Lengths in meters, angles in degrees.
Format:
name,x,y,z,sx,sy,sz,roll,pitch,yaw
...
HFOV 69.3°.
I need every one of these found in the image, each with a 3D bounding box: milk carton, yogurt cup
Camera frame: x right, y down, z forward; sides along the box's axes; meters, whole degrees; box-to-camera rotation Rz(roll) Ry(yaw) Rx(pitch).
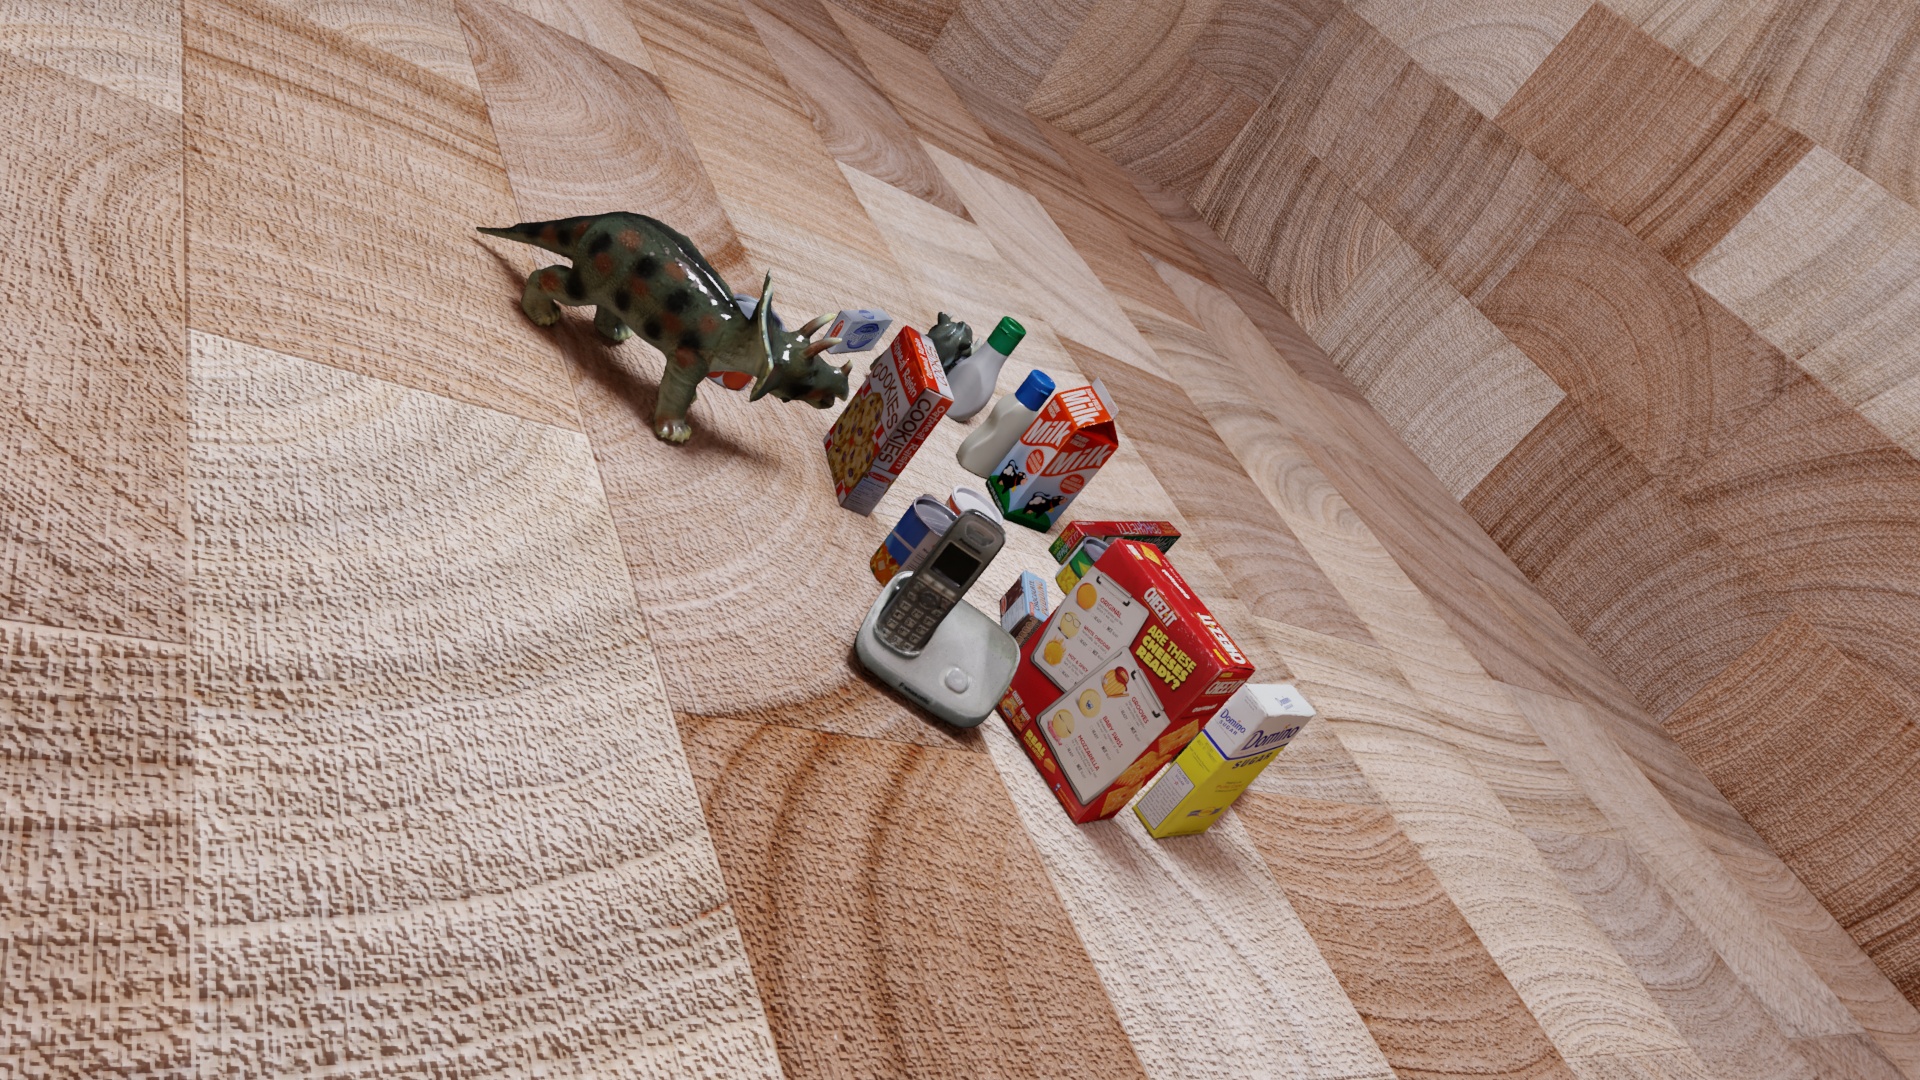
name,x,y,z,sx,sy,sz,roll,pitch,yaw
milk carton,0.120,-0.105,1.667,0.073,0.189,0.072,19,31,-36
yogurt cup,0.005,-0.019,1.534,0.072,0.053,0.073,30,27,-17

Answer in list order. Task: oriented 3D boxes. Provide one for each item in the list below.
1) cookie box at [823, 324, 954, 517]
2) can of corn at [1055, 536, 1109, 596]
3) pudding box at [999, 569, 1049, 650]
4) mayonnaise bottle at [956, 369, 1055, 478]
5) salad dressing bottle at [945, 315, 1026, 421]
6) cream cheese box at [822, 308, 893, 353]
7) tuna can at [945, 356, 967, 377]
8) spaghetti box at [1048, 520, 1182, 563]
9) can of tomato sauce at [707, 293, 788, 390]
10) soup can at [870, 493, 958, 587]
name,x,y,z,sx,sy,sz,roll,pitch,yaw
cookie box,-0.079,-0.127,1.470,0.040,0.166,0.123,23,29,-30
can of corn,0.155,0.041,1.625,0.071,0.058,0.071,30,26,-17
pudding box,0.067,0.075,1.464,0.030,0.049,0.084,30,27,-18
mayonnaise bottle,0.060,-0.143,1.699,0.065,0.147,0.041,22,30,-32
salad dressing bottle,0.029,-0.221,1.788,0.064,0.147,0.044,46,26,16
cream cheese box,-0.132,-0.266,1.763,0.024,0.053,0.104,45,26,13
tuna can,0.004,-0.224,1.895,0.071,0.032,0.071,30,27,-17
spaghetti box,0.200,0.002,1.757,0.250,0.050,0.029,-1,46,-53
can of tomato sauce,-0.238,-0.213,1.503,0.071,0.082,0.071,30,26,-17
soup can,-0.043,0.006,1.395,0.071,0.083,0.072,30,26,-17
